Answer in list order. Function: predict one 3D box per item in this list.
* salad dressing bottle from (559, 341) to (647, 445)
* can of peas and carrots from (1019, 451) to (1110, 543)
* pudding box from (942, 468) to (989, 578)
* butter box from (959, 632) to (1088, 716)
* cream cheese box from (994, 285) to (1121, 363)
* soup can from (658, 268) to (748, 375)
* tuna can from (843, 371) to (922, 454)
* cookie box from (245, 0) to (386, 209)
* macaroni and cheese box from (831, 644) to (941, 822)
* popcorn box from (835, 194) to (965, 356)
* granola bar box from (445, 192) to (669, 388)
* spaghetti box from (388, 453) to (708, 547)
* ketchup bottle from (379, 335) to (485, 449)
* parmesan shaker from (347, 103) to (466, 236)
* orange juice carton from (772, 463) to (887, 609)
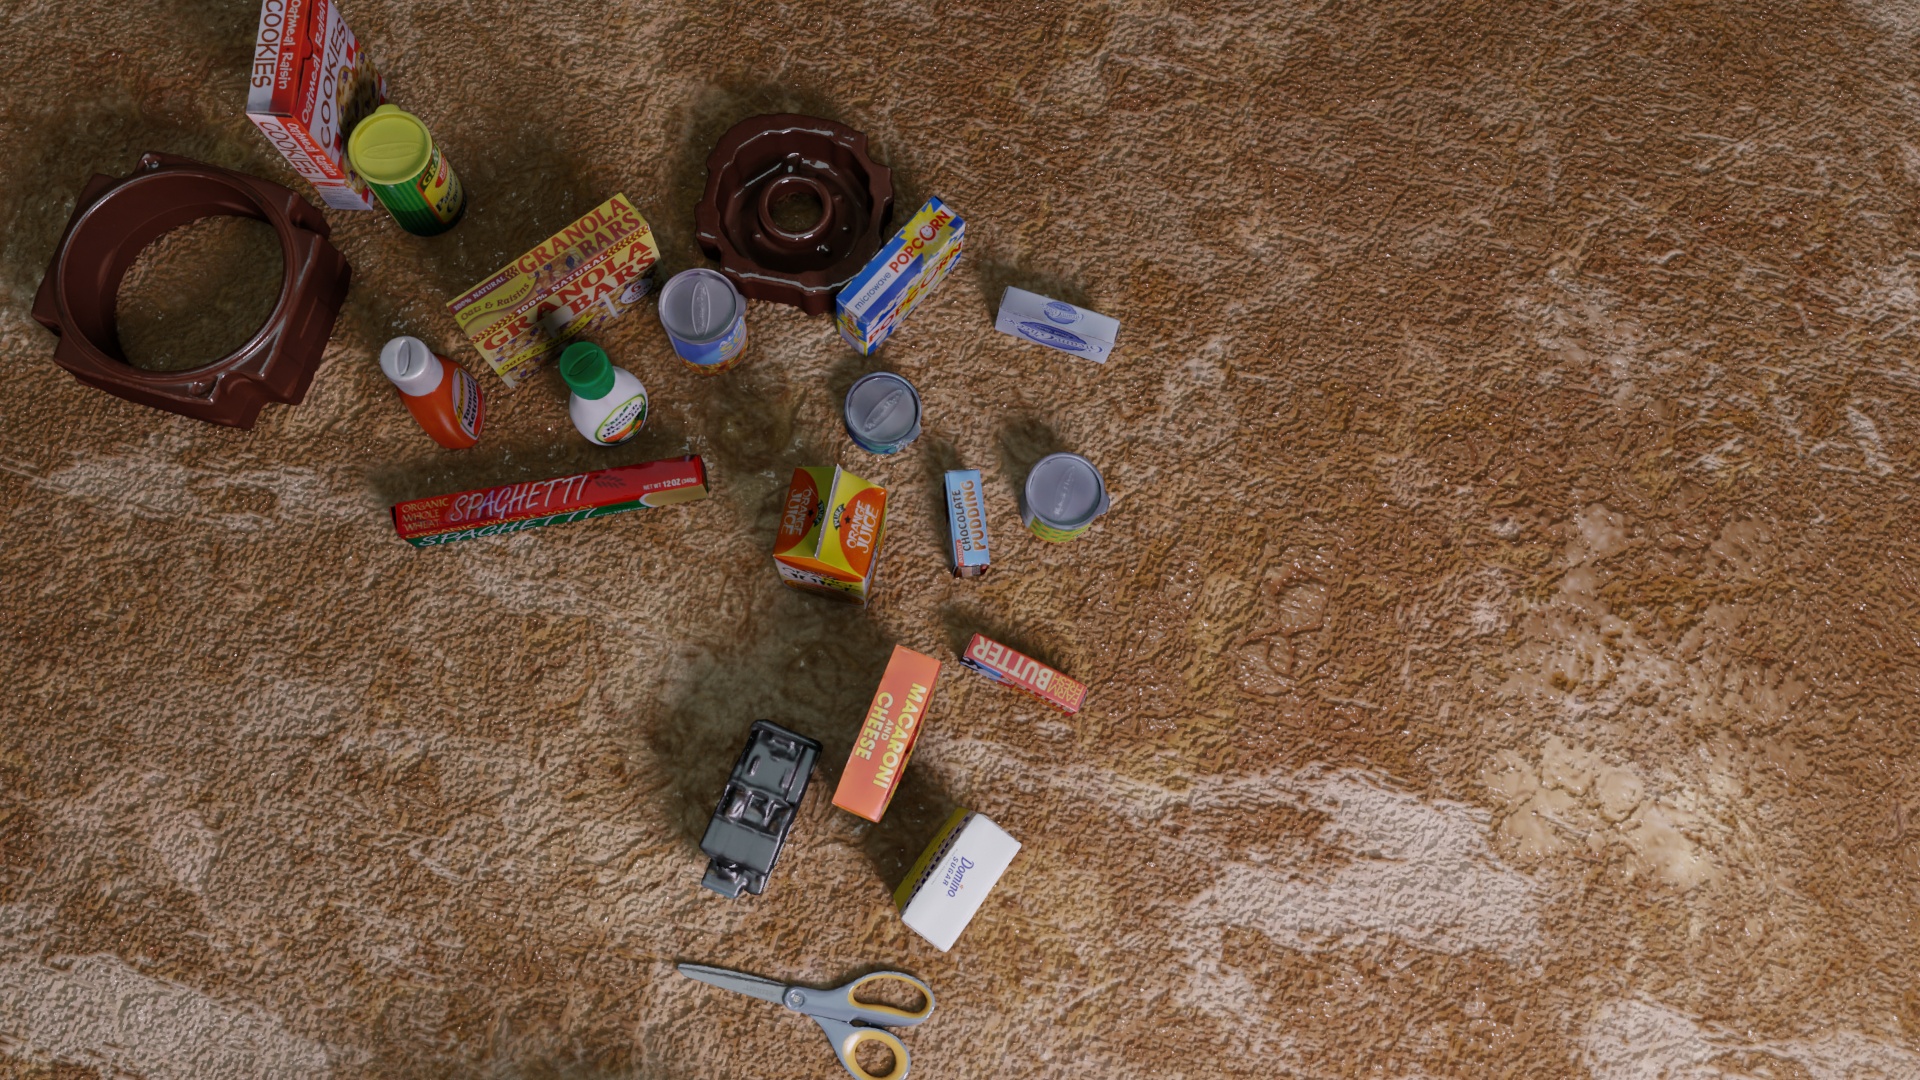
[{"bbox_3d":[-0.289,-0.118,1.115,0.064,0.147,0.044,-42,83,-10],"label":"salad dressing bottle"},{"bbox_3d":[0.087,-0.034,1.164,0.071,0.058,0.071,1,78,-3],"label":"can of peas and carrots"},{"bbox_3d":[0.004,-0.015,1.159,0.030,0.049,0.084,-5,78,-4],"label":"pudding box"},{"bbox_3d":[0.051,0.110,1.133,0.103,0.053,0.024,26,78,2],"label":"butter box"},{"bbox_3d":[0.083,-0.186,1.200,0.104,0.053,0.024,18,78,1],"label":"cream cheese box"},{"bbox_3d":[-0.211,-0.182,1.166,0.071,0.083,0.071,1,78,-3],"label":"soup can"},{"bbox_3d":[-0.064,-0.107,1.184,0.071,0.032,0.071,1,78,-3],"label":"tuna can"},{"bbox_3d":[-0.525,-0.365,1.145,0.040,0.167,0.123,2,78,-3],"label":"cookie box"},{"bbox_3d":[-0.055,0.152,1.060,0.040,0.166,0.124,22,78,1],"label":"macaroni and cheese box"},{"bbox_3d":[-0.052,-0.223,1.184,0.038,0.085,0.127,41,79,5],"label":"popcorn box"},{"bbox_3d":[-0.327,-0.205,1.143,0.166,0.124,0.039,-36,82,-10],"label":"granola bar box"},{"bbox_3d":[-0.334,-0.033,1.143,0.250,0.050,0.029,-10,79,-5],"label":"spaghetti box"},{"bbox_3d":[-0.420,-0.121,1.107,0.043,0.148,0.065,0,78,-3],"label":"ketchup bottle"},{"bbox_3d":[-0.463,-0.310,1.169,0.071,0.103,0.071,1,78,-3],"label":"parmesan shaker"},{"bbox_3d":[-0.100,-0.003,1.077,0.073,0.192,0.072,14,78,0],"label":"orange juice carton"}]
